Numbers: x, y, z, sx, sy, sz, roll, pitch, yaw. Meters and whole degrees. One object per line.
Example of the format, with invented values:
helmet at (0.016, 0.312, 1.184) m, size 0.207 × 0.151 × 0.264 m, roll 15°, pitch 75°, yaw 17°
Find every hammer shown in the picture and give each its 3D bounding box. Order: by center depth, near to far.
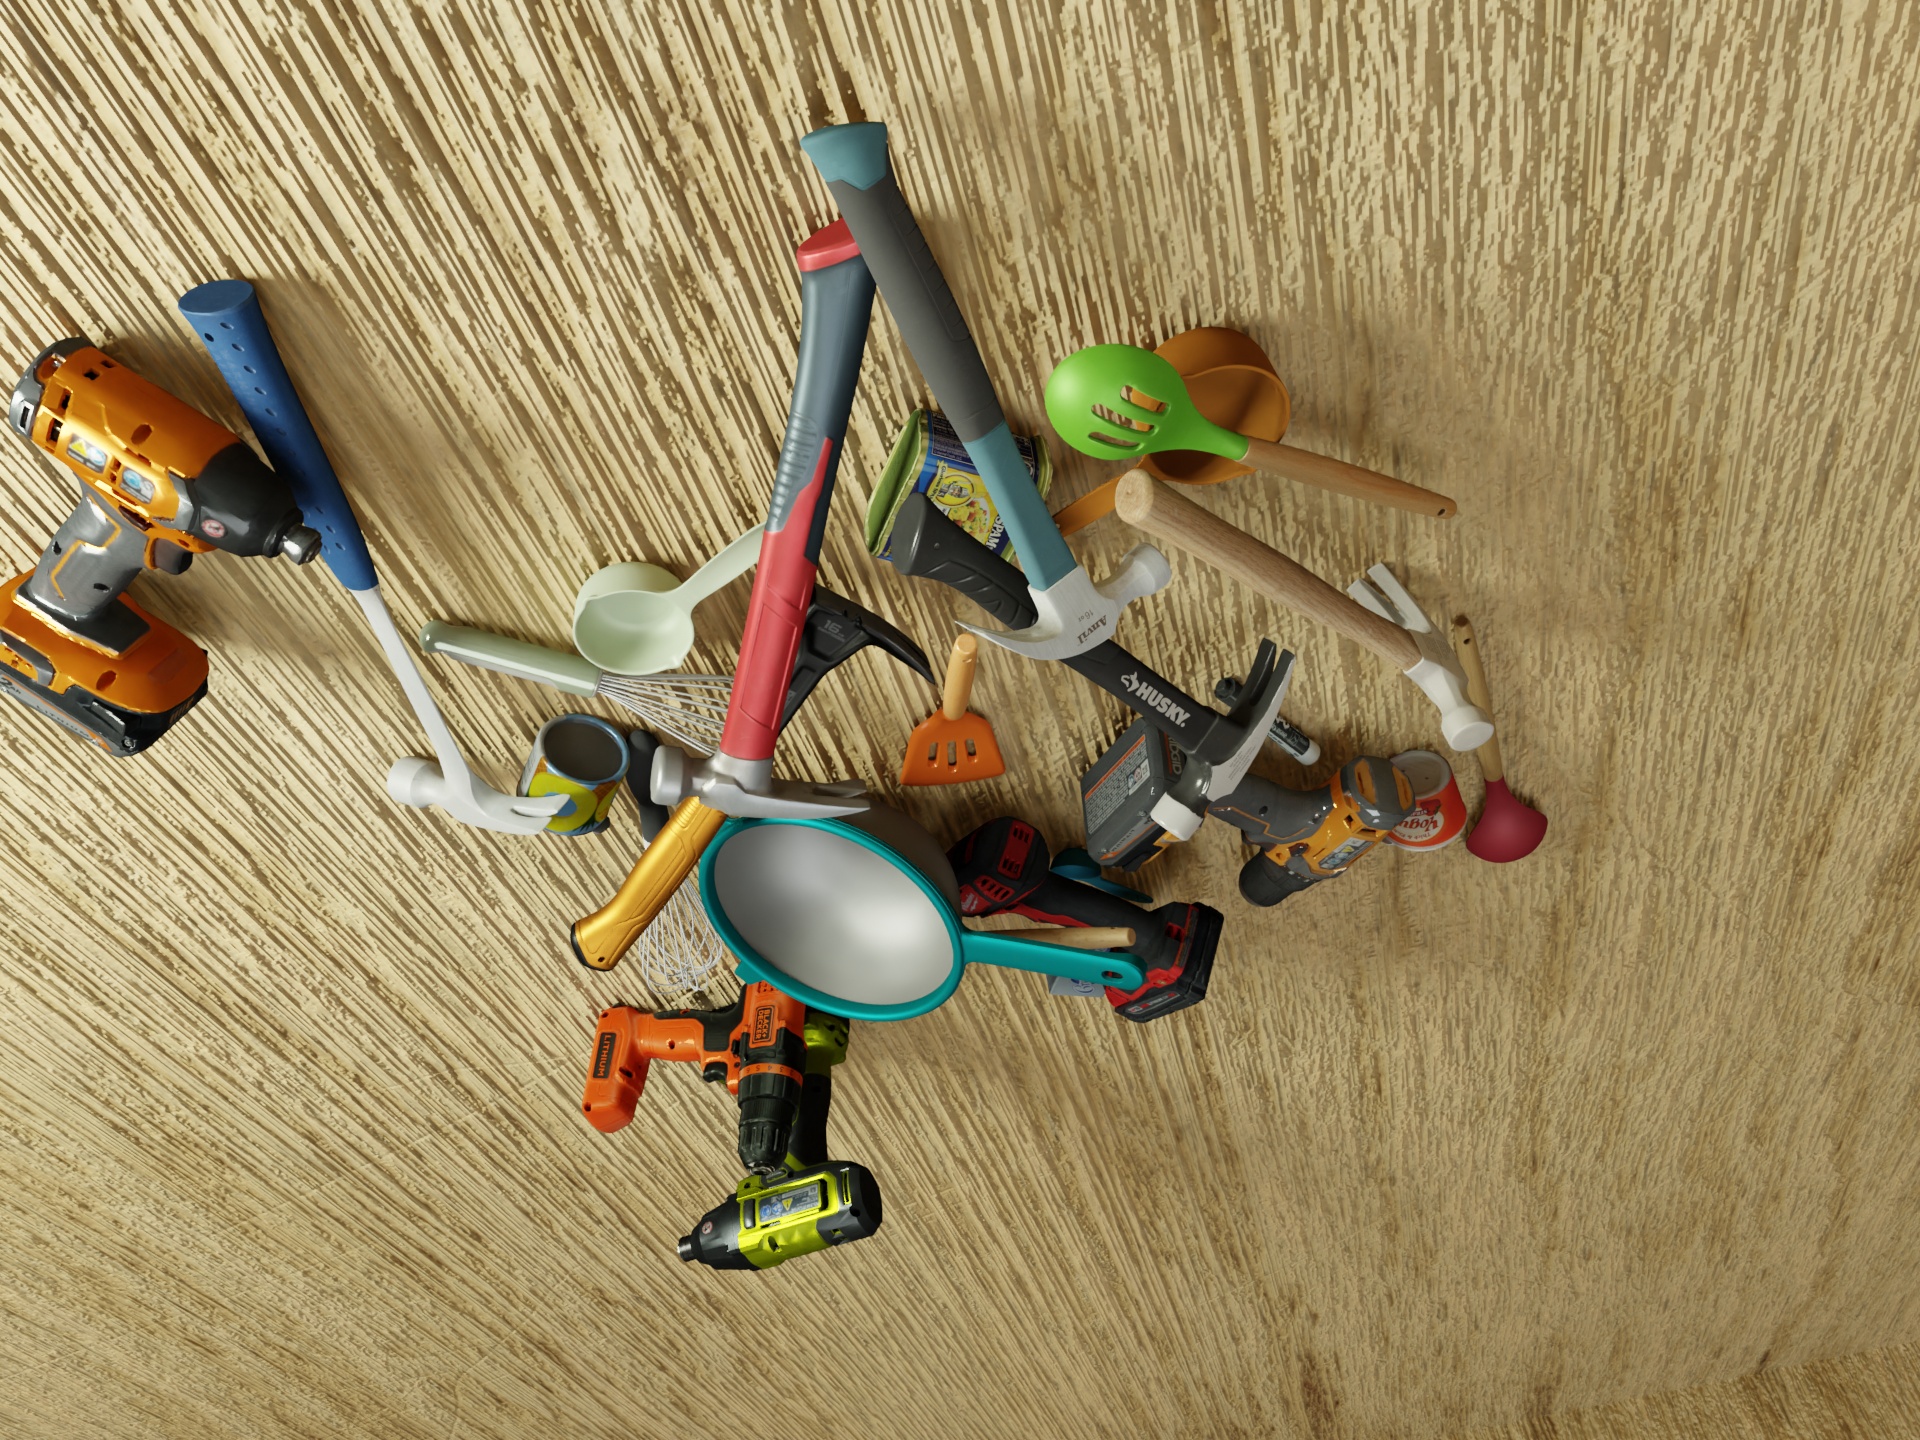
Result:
hammer at (0.007, -0.171, 0.864) m, size 0.128 × 0.033 × 0.330 m, roll -39°, pitch 122°, yaw -16°
hammer at (-0.085, -0.102, 0.942) m, size 0.143 × 0.038 × 0.386 m, roll 6°, pitch 123°, yaw -18°
hammer at (-0.353, -0.075, 0.960) m, size 0.144 × 0.035 × 0.405 m, roll 14°, pitch 139°, yaw 23°
hammer at (0.215, -0.082, 0.995) m, size 0.331 × 0.130 × 0.031 m, roll 22°, pitch 129°, yaw -38°
hammer at (0.083, -0.048, 0.999) m, size 0.334 × 0.035 × 0.146 m, roll 32°, pitch 96°, yaw -37°
hammer at (-0.159, 0.053, 1.079) m, size 0.127 × 0.034 × 0.336 m, roll 27°, pitch 115°, yaw -29°

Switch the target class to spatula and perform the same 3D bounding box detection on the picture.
spatula at (-0.002, -0.003, 1.059) m, size 0.081 × 0.041 × 0.322 m, roll -6°, pitch 169°, yaw -3°

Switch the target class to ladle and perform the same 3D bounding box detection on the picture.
ladle at (0.000, 0.186, 1.242) m, size 0.320 × 0.062 × 0.078 m, roll -8°, pitch 178°, yaw 38°
ladle at (0.416, 0.026, 1.247) m, size 0.069 × 0.031 × 0.315 m, roll -20°, pitch 136°, yaw 11°

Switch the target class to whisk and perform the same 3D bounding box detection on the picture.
whisk at (-0.236, -0.024, 1.061) m, size 0.246 × 0.059 × 0.058 m, roll 16°, pitch 174°, yaw -20°
whisk at (-0.226, 0.113, 1.208) m, size 0.070 × 0.070 × 0.284 m, roll -5°, pitch 133°, yaw -5°

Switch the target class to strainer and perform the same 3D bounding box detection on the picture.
strainer at (-0.022, 0.130, 1.174) m, size 0.340 × 0.095 × 0.210 m, roll 8°, pitch 131°, yaw 17°

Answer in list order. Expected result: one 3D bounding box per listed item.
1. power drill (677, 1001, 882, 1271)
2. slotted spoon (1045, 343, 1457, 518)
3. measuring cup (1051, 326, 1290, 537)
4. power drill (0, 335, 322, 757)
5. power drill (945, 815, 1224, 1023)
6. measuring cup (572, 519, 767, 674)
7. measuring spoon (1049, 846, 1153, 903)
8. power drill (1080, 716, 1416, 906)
power drill at (-0.161, 0.348, 1.351) m, size 0.171 × 0.223 × 0.080 m, roll -19°, pitch 137°, yaw 11°
slotted spoon at (0.183, -0.155, 0.927) m, size 0.313 × 0.031 × 0.070 m, roll 9°, pitch 133°, yaw -33°
measuring cup at (0.111, -0.168, 0.954) m, size 0.173 × 0.052 × 0.095 m, roll -31°, pitch 137°, yaw 23°
power drill at (-0.460, -0.084, 0.898) m, size 0.164 × 0.084 × 0.226 m, roll 33°, pitch 126°, yaw -9°
power drill at (0.084, 0.156, 1.260) m, size 0.219 × 0.079 × 0.143 m, roll 27°, pitch 151°, yaw -13°
measuring cup at (-0.174, -0.090, 1.005) m, size 0.167 × 0.038 × 0.083 m, roll -32°, pitch 133°, yaw 21°
measuring spoon at (0.121, 0.128, 1.317) m, size 0.042 × 0.021 × 0.128 m, roll -12°, pitch 153°, yaw 39°
power drill at (0.206, 0.080, 1.221) m, size 0.226 × 0.084 × 0.185 m, roll 10°, pitch 145°, yaw -21°
